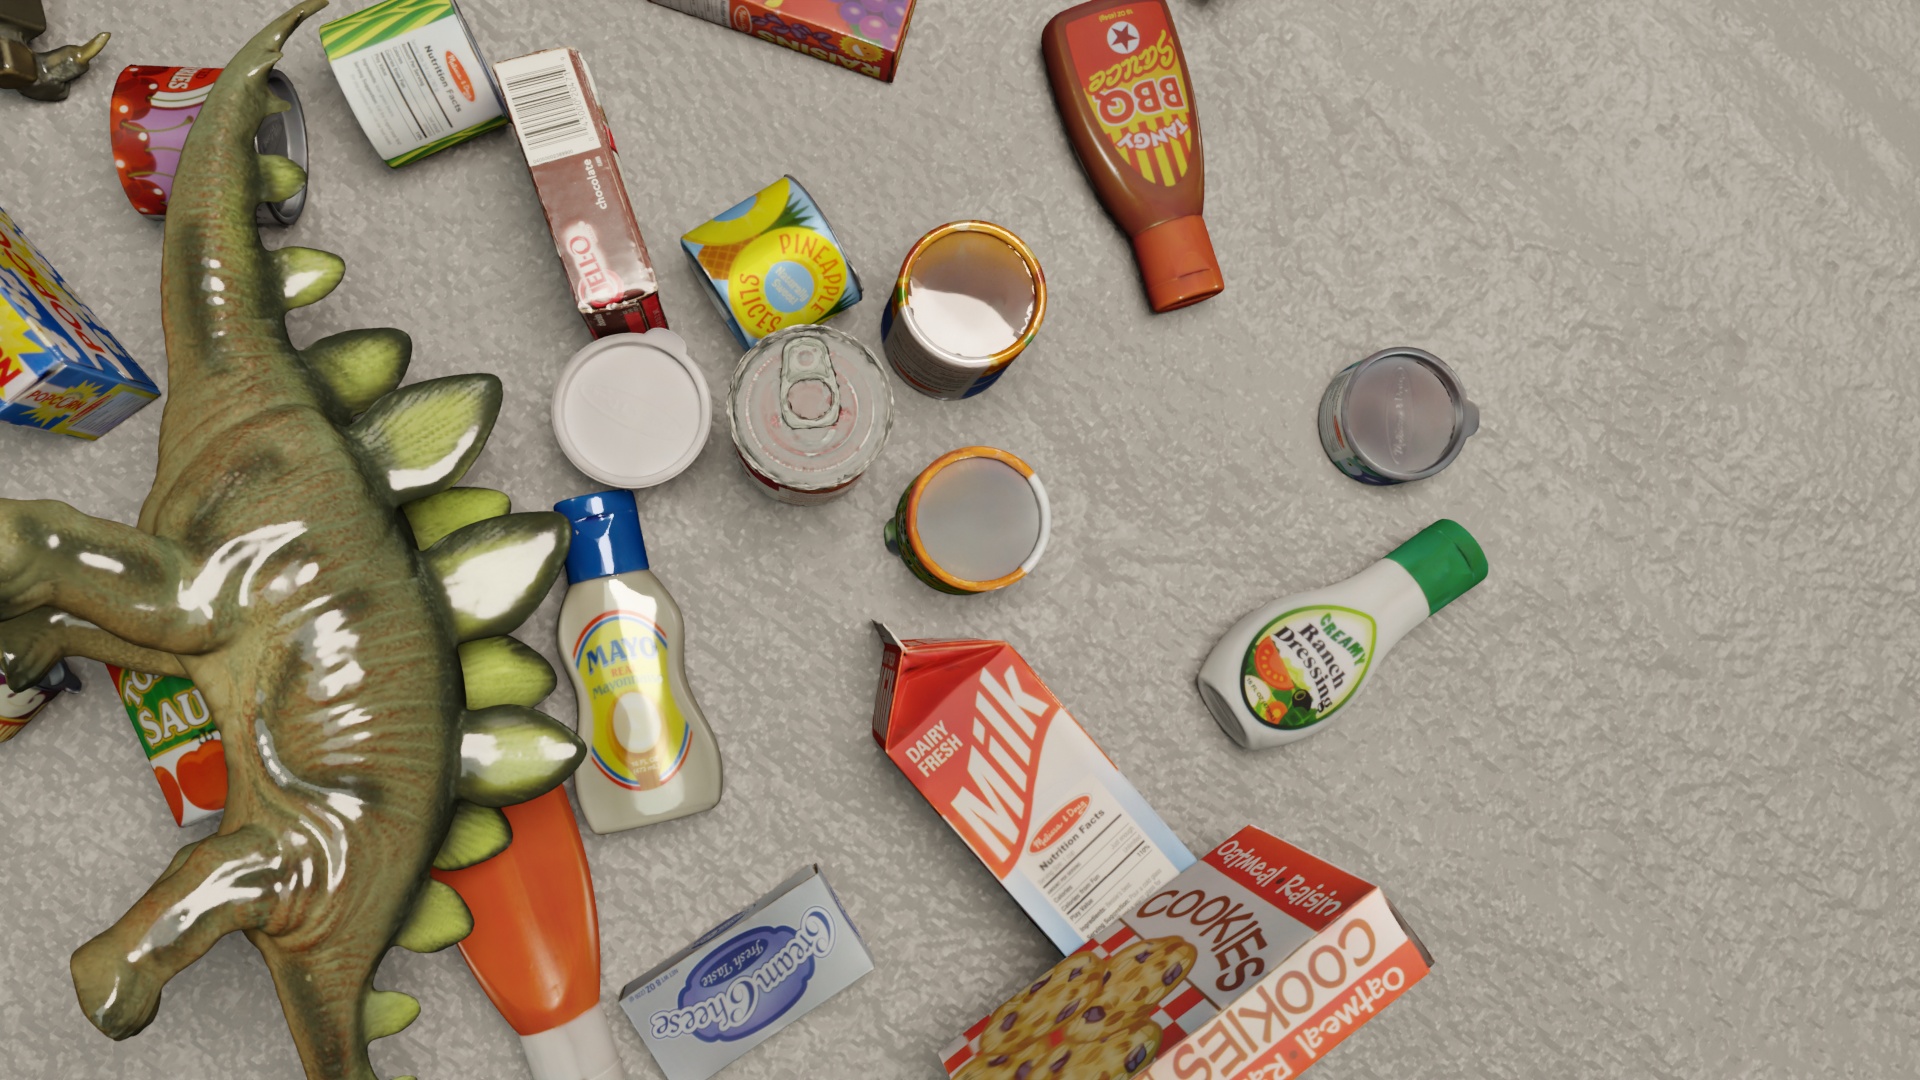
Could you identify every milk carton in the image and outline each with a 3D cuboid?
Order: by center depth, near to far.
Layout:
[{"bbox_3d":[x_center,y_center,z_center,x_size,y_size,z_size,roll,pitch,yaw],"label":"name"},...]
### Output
[{"bbox_3d":[0.024,0.108,0.630,0.073,0.072,0.190,-42,94,-8],"label":"milk carton"}]

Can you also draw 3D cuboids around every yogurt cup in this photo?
[{"bbox_3d":[-0.145,-0.055,0.625,0.072,0.054,0.072,0,86,-8],"label":"yogurt cup"}]

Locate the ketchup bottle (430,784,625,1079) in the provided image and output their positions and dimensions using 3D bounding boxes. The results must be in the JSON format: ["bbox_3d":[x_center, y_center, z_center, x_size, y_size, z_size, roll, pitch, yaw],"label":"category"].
[{"bbox_3d":[-0.188,0.173,0.609,0.065,0.043,0.148,-19,89,-12],"label":"ketchup bottle"}]

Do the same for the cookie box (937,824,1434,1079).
[{"bbox_3d":[0.080,0.182,0.534,0.168,0.123,0.040,-34,95,-9],"label":"cookie box"}]

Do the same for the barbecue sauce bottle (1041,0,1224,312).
[{"bbox_3d":[0.089,-0.186,0.673,0.065,0.043,0.148,-17,89,-10],"label":"barbecue sauce bottle"}]

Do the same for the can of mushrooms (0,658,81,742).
[{"bbox_3d":[-0.407,0.052,0.575,0.071,0.071,0.033,44,82,-3],"label":"can of mushrooms"}]

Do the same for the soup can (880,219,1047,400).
[{"bbox_3d":[0.001,-0.106,0.634,0.071,0.083,0.071,1,86,-8],"label":"soup can"}]

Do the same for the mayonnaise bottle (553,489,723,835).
[{"bbox_3d":[-0.150,0.053,0.623,0.065,0.041,0.148,-12,89,-9],"label":"mayonnaise bottle"}]

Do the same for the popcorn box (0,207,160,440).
[{"bbox_3d":[-0.406,-0.104,0.575,0.038,0.085,0.126,-40,93,-7],"label":"popcorn box"}]

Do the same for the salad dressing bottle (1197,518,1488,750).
[{"bbox_3d":[0.186,0.043,0.671,0.148,0.044,0.064,-33,90,-9],"label":"salad dressing bottle"}]

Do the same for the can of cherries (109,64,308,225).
[{"bbox_3d":[-0.323,-0.173,0.600,0.058,0.071,0.071,0,86,-7],"label":"can of cherries"}]

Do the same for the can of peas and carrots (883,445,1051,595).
[{"bbox_3d":[0.002,-0.008,0.641,0.071,0.058,0.071,1,86,-8],"label":"can of peas and carrots"}]

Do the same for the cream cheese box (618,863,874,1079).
[{"bbox_3d":[-0.096,0.198,0.630,0.104,0.024,0.053,-32,93,-9],"label":"cream cheese box"}]

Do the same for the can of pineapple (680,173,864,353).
[{"bbox_3d":[-0.085,-0.123,0.630,0.058,0.071,0.071,-33,91,-8],"label":"can of pineapple"}]

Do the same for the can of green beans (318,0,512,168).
[{"bbox_3d":[-0.240,-0.206,0.615,0.058,0.071,0.071,-25,90,-8],"label":"can of green beans"}]

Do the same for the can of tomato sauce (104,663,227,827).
[{"bbox_3d":[-0.311,0.070,0.584,0.071,0.071,0.083,-24,90,-9],"label":"can of tomato sauce"}]

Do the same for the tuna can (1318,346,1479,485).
[{"bbox_3d":[0.216,-0.061,0.688,0.071,0.033,0.071,0,86,-8],"label":"tuna can"}]

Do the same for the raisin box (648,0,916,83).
[{"bbox_3d":[-0.078,-0.281,0.658,0.123,0.040,0.086,17,83,-5],"label":"raisin box"}]
